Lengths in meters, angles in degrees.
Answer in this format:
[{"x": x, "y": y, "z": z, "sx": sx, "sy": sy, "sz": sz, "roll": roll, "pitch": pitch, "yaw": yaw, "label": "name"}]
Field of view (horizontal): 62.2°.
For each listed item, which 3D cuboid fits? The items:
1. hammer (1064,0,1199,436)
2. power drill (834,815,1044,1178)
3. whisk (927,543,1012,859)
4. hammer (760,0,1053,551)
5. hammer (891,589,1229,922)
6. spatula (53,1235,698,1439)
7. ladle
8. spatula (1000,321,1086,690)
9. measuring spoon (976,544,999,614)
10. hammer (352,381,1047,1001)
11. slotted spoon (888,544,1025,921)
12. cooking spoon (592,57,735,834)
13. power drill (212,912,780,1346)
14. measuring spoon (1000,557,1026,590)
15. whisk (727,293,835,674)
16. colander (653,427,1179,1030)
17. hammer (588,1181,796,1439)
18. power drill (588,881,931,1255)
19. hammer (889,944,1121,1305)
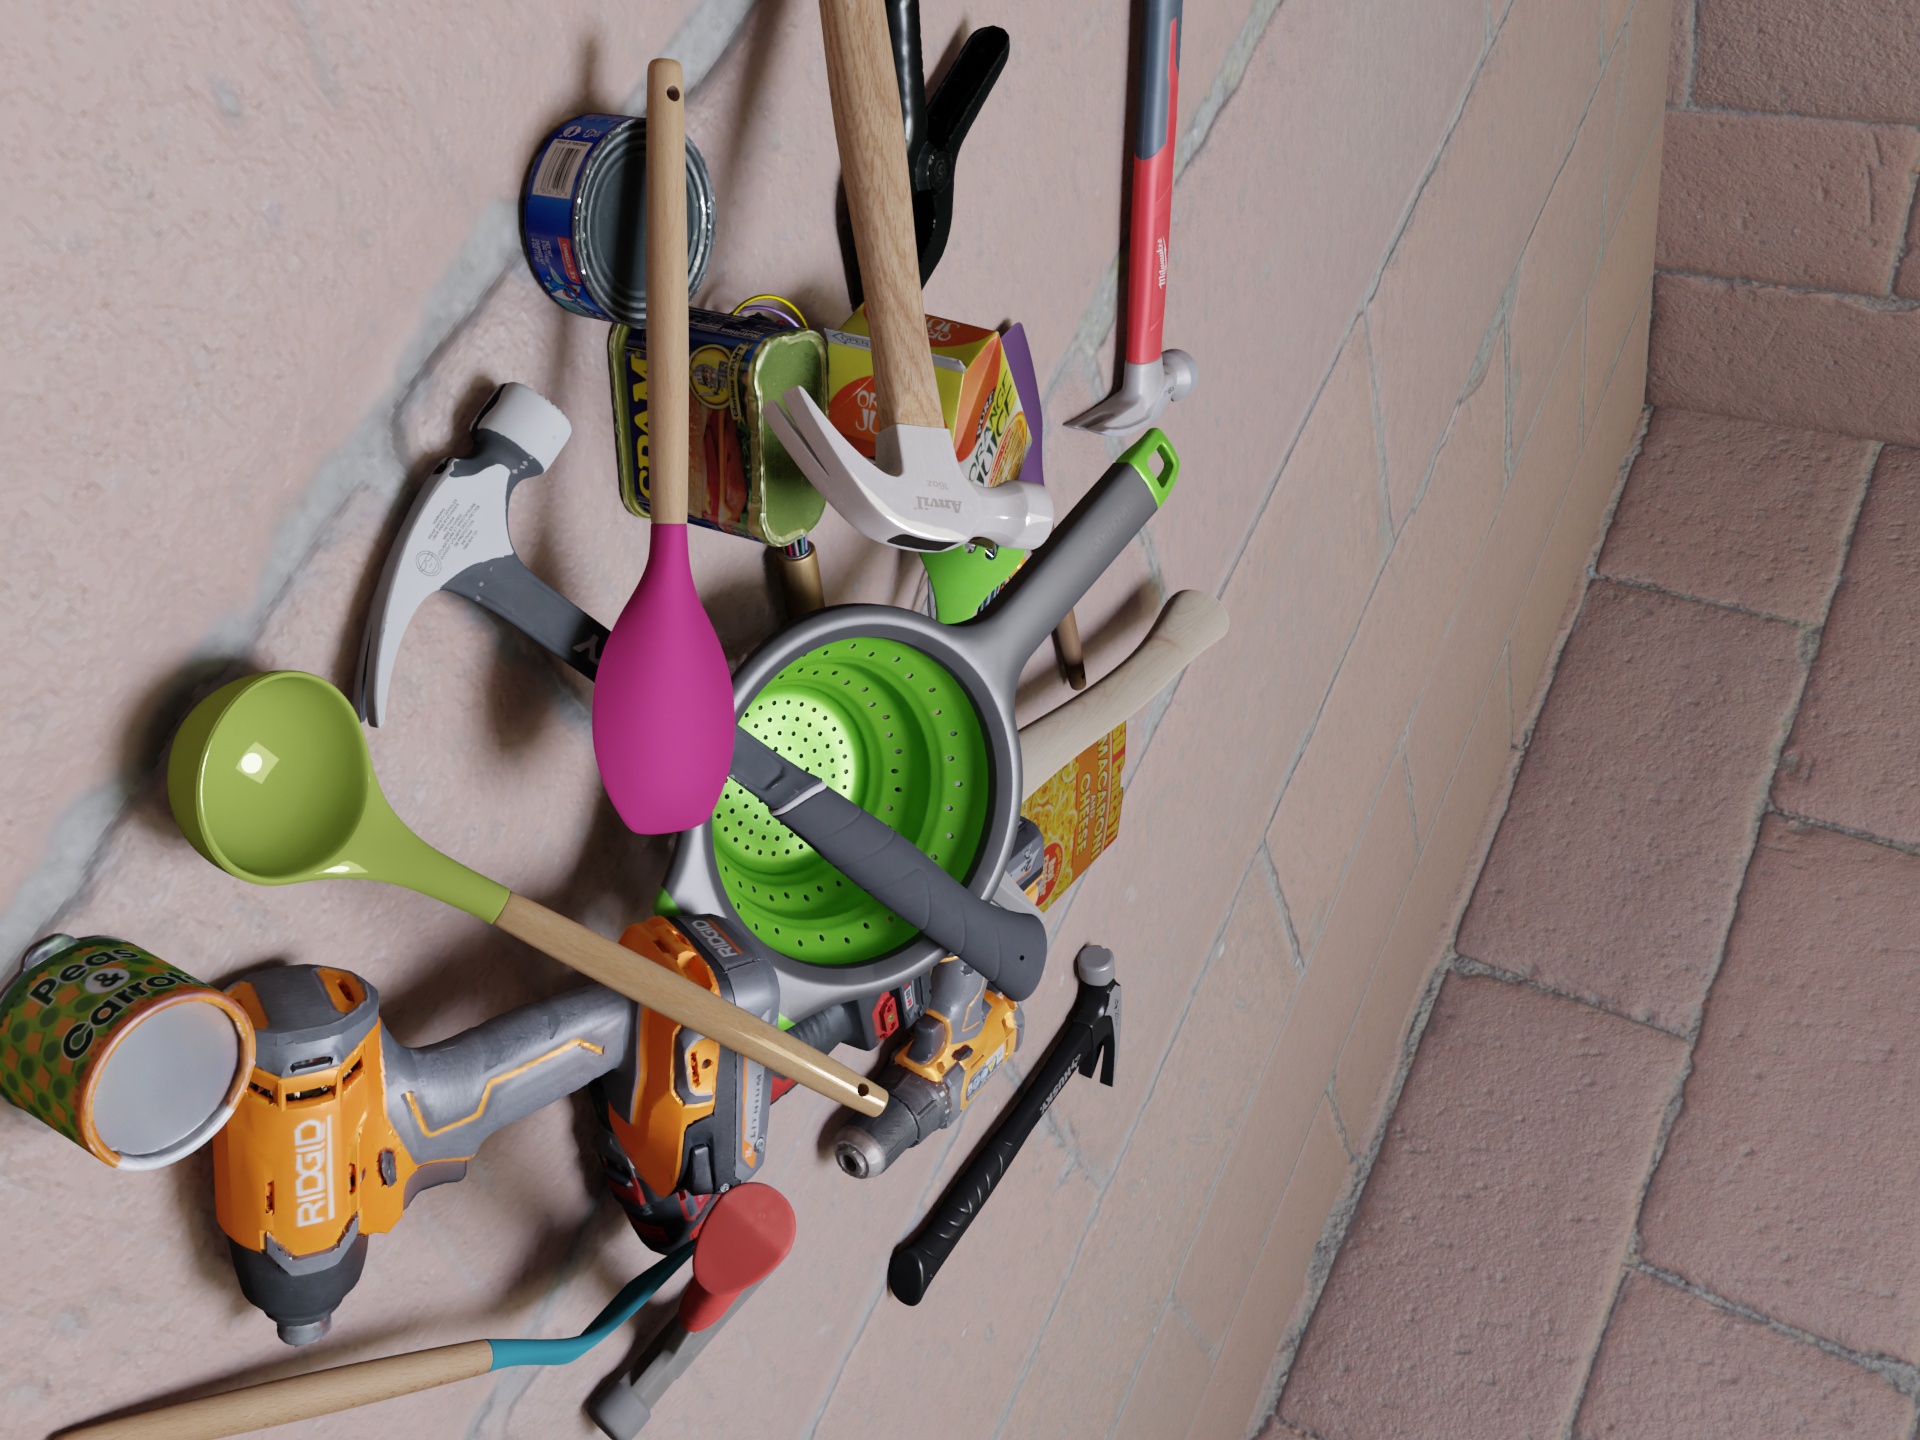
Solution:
[{"x": 0.122, "y": -0.383, "z": 1.053, "sx": 0.143, "sy": 0.038, "sz": 0.386, "roll": -36, "pitch": 135, "yaw": -46, "label": "hammer"}, {"x": -0.019, "y": 0.187, "z": 1.075, "sx": 0.185, "sy": 0.084, "sz": 0.226, "roll": -37, "pitch": 140, "yaw": -46, "label": "power drill"}, {"x": -0.002, "y": -0.003, "z": 0.962, "sx": 0.057, "sy": 0.059, "sz": 0.246, "roll": 16, "pitch": 65, "yaw": -22, "label": "whisk"}, {"x": -0.039, "y": -0.237, "z": 0.706, "sx": 0.130, "sy": 0.031, "sz": 0.331, "roll": -2, "pitch": 80, "yaw": -38, "label": "hammer"}, {"x": 0.099, "y": 0.002, "z": 1.118, "sx": 0.038, "sy": 0.146, "sz": 0.410, "roll": -44, "pitch": 174, "yaw": 41, "label": "hammer"}, {"x": -0.244, "y": 0.286, "z": 0.728, "sx": 0.082, "sy": 0.044, "sz": 0.317, "roll": -39, "pitch": 151, "yaw": 31, "label": "spatula"}, {"x": -0.153, "y": 0.083, "z": 0.625, "sx": 0.320, "sy": 0.062, "sz": 0.078, "roll": 33, "pitch": 60, "yaw": -21, "label": "ladle"}, {"x": 0.056, "y": -0.130, "z": 1.093, "sx": 0.060, "sy": 0.018, "sz": 0.315, "roll": -52, "pitch": 145, "yaw": -28, "label": "spatula"}, {"x": 0.010, "y": -0.081, "z": 1.047, "sx": 0.042, "sy": 0.021, "sz": 0.129, "roll": 35, "pitch": 65, "yaw": -60, "label": "measuring spoon"}, {"x": -0.092, "y": 0.030, "z": 0.743, "sx": 0.408, "sy": 0.036, "sz": 0.149, "roll": 40, "pitch": 72, "yaw": -34, "label": "hammer"}, {"x": -0.013, "y": -0.005, "z": 0.927, "sx": 0.031, "sy": 0.070, "sz": 0.314, "roll": 121, "pitch": -20, "yaw": -73, "label": "slotted spoon"}, {"x": -0.122, "y": -0.108, "z": 0.664, "sx": 0.068, "sy": 0.017, "sz": 0.319, "roll": -6, "pitch": 101, "yaw": -38, "label": "cooking spoon"}, {"x": -0.198, "y": 0.173, "z": 0.683, "sx": 0.226, "sy": 0.084, "sz": 0.164, "roll": -6, "pitch": 113, "yaw": -34, "label": "power drill"}, {"x": 0.028, "y": -0.058, "z": 1.089, "sx": 0.021, "sy": 0.011, "sz": 0.117, "roll": 2, "pitch": 103, "yaw": -61, "label": "measuring spoon"}, {"x": -0.085, "y": -0.108, "z": 0.829, "sx": 0.047, "sy": 0.051, "sz": 0.244, "roll": -55, "pitch": 150, "yaw": -41, "label": "whisk"}, {"x": -0.023, "y": -0.021, "z": 0.868, "sx": 0.397, "sy": 0.094, "sz": 0.204, "roll": -49, "pitch": 122, "yaw": -20, "label": "colander"}, {"x": -0.120, "y": 0.284, "z": 0.811, "sx": 0.149, "sy": 0.037, "sz": 0.359, "roll": -45, "pitch": 171, "yaw": -31, "label": "hammer"}, {"x": -0.118, "y": 0.165, "z": 0.889, "sx": 0.227, "sy": 0.080, "sz": 0.187, "roll": -43, "pitch": 140, "yaw": -38, "label": "power drill"}, {"x": 0.045, "y": 0.345, "z": 1.317, "sx": 0.335, "sy": 0.035, "sz": 0.146, "roll": -46, "pitch": 141, "yaw": -40, "label": "hammer"}]
